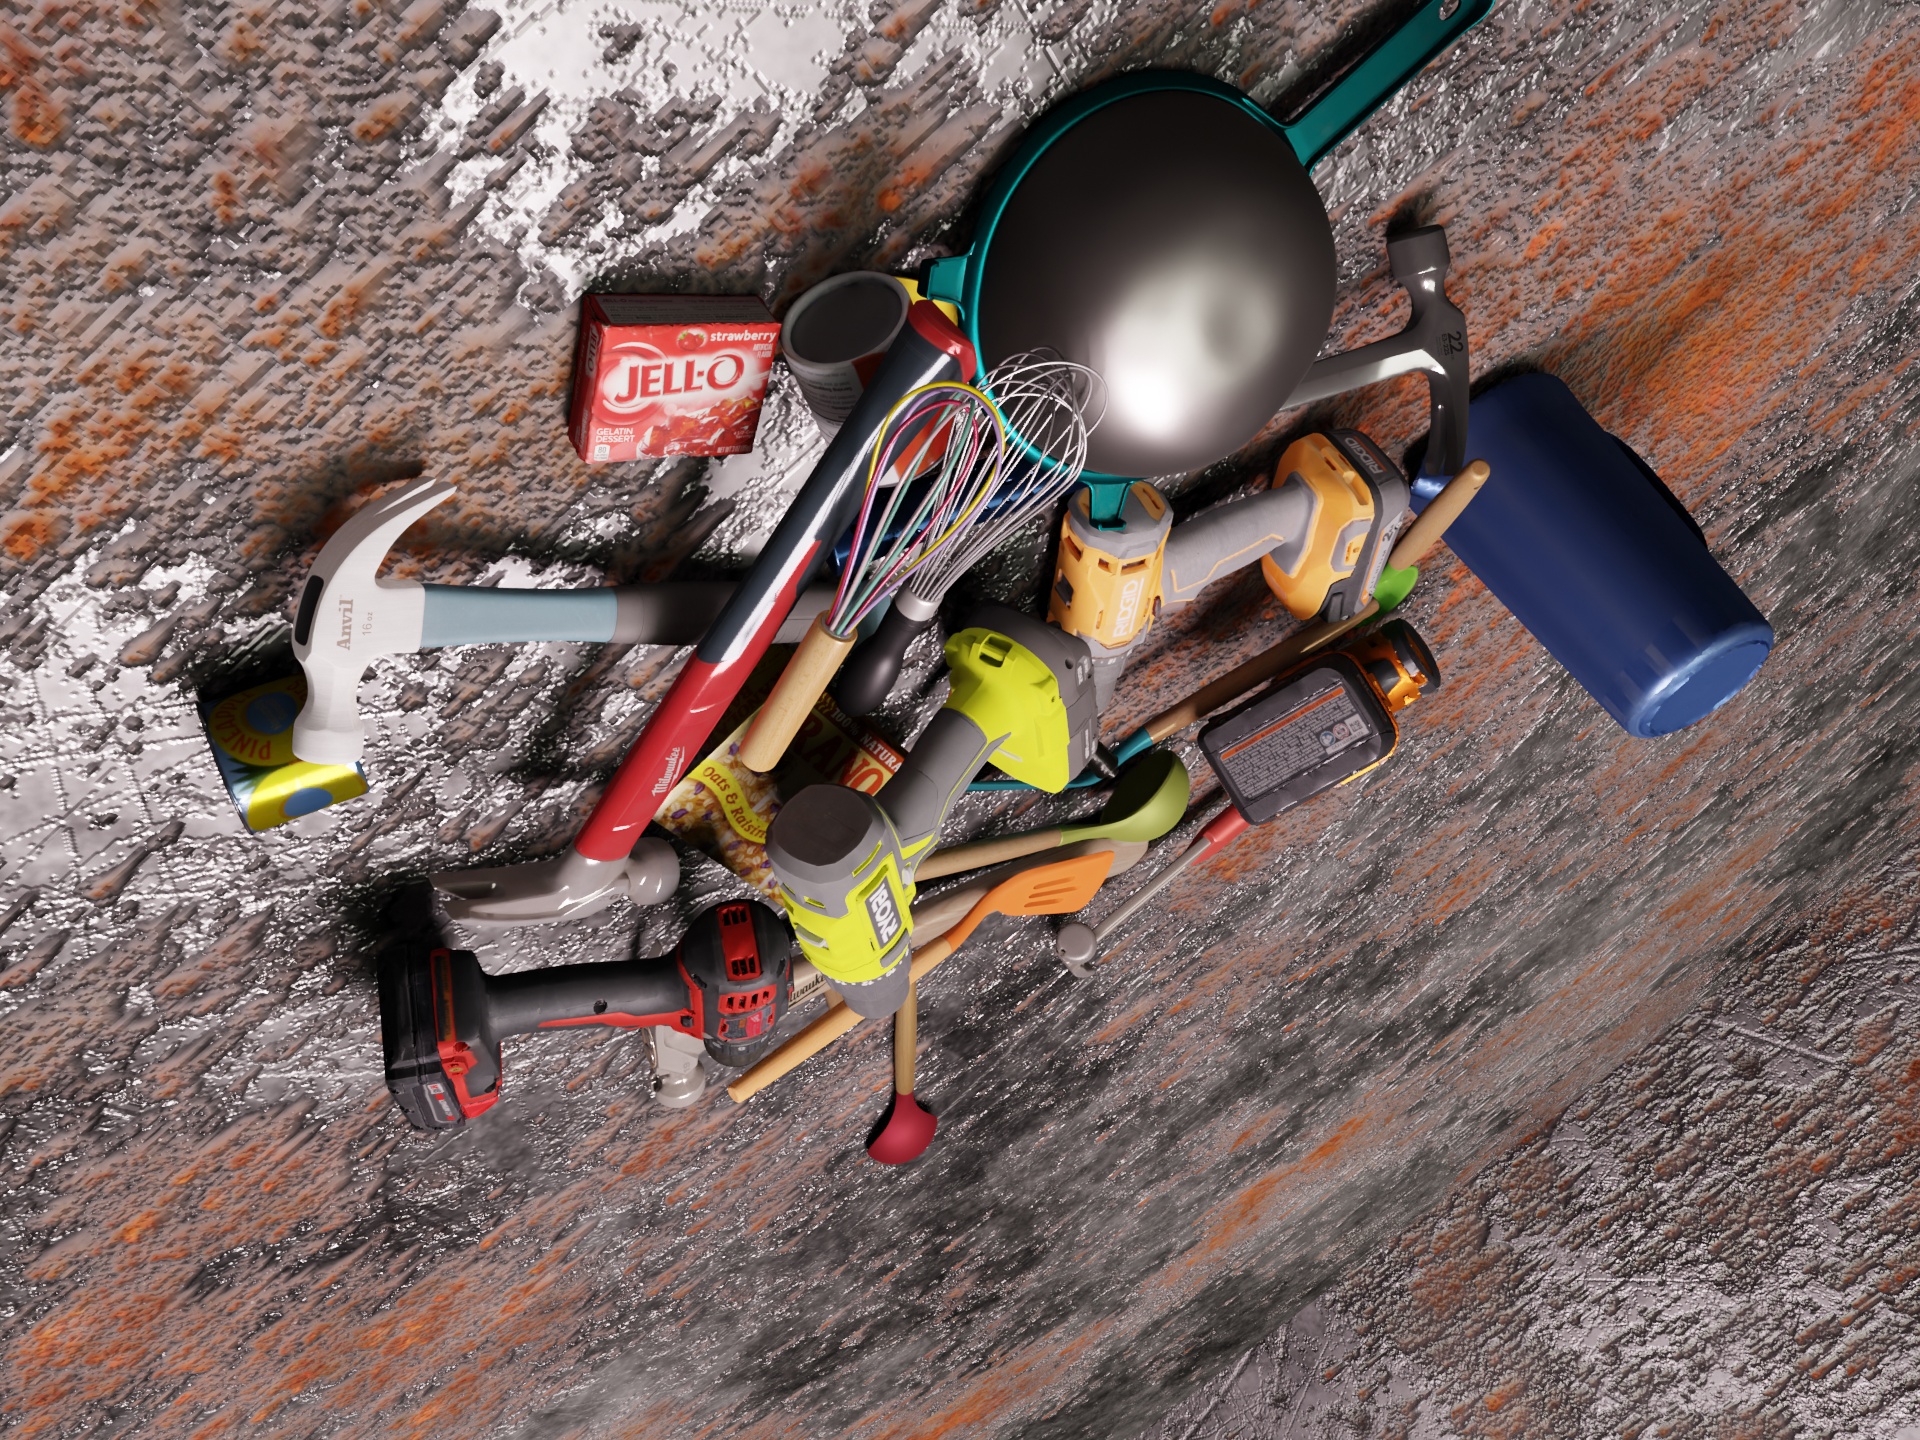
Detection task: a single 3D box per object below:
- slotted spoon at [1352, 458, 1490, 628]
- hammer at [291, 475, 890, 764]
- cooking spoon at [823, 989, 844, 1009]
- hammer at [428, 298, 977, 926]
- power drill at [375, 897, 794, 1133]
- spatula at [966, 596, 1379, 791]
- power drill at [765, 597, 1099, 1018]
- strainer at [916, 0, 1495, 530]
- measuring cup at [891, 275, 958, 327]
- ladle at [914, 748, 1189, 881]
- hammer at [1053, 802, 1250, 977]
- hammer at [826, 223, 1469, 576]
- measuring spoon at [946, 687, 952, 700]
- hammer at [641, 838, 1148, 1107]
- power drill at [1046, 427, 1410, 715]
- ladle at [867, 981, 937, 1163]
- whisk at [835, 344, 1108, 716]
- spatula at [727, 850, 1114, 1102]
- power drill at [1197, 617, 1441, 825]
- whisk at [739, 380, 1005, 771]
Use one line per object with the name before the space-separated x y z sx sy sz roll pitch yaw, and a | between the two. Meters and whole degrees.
slotted spoon | 0.298 -0.115 1.050 0.070 0.031 0.313 -26 170 -3
hammer | -0.167 -0.052 0.803 0.331 0.033 0.128 -4 108 -44
cooking spoon | -0.106 0.129 1.103 0.069 0.017 0.318 -26 143 -14
hammer | -0.120 -0.038 0.770 0.143 0.038 0.386 -1 136 -51
power drill | -0.211 0.176 0.933 0.226 0.080 0.187 -8 153 -13
spatula | 0.144 -0.013 1.086 0.317 0.044 0.082 -30 175 -5
power drill | -0.013 0.057 0.933 0.228 0.080 0.190 -49 150 -26
strainer | 0.158 -0.247 0.787 0.340 0.095 0.210 -42 129 1
measuring cup | 0.018 -0.208 0.822 0.156 0.029 0.062 10 124 -31
ladle | 0.041 0.072 1.093 0.320 0.062 0.078 -9 163 -40
hammer | 0.222 0.081 1.286 0.359 0.037 0.149 -40 165 -2
hammer | 0.114 -0.157 0.900 0.405 0.035 0.144 -20 104 -13
measuring spoon | -0.002 -0.003 0.995 0.021 0.011 0.117 17 89 -52
hammer | -0.034 0.142 1.137 0.410 0.038 0.146 -21 139 -26
power drill | 0.159 -0.088 1.024 0.226 0.084 0.185 -16 143 -19
ladle | -0.046 0.293 1.337 0.069 0.031 0.315 -20 140 -20
whisk | -0.010 -0.083 0.813 0.070 0.070 0.284 -8 152 -33
spatula | -0.022 0.171 1.083 0.322 0.041 0.081 -31 157 -34
power drill | 0.247 0.003 1.134 0.164 0.084 0.226 -33 177 26
whisk | -0.051 -0.062 0.741 0.047 0.051 0.245 11 133 -29
